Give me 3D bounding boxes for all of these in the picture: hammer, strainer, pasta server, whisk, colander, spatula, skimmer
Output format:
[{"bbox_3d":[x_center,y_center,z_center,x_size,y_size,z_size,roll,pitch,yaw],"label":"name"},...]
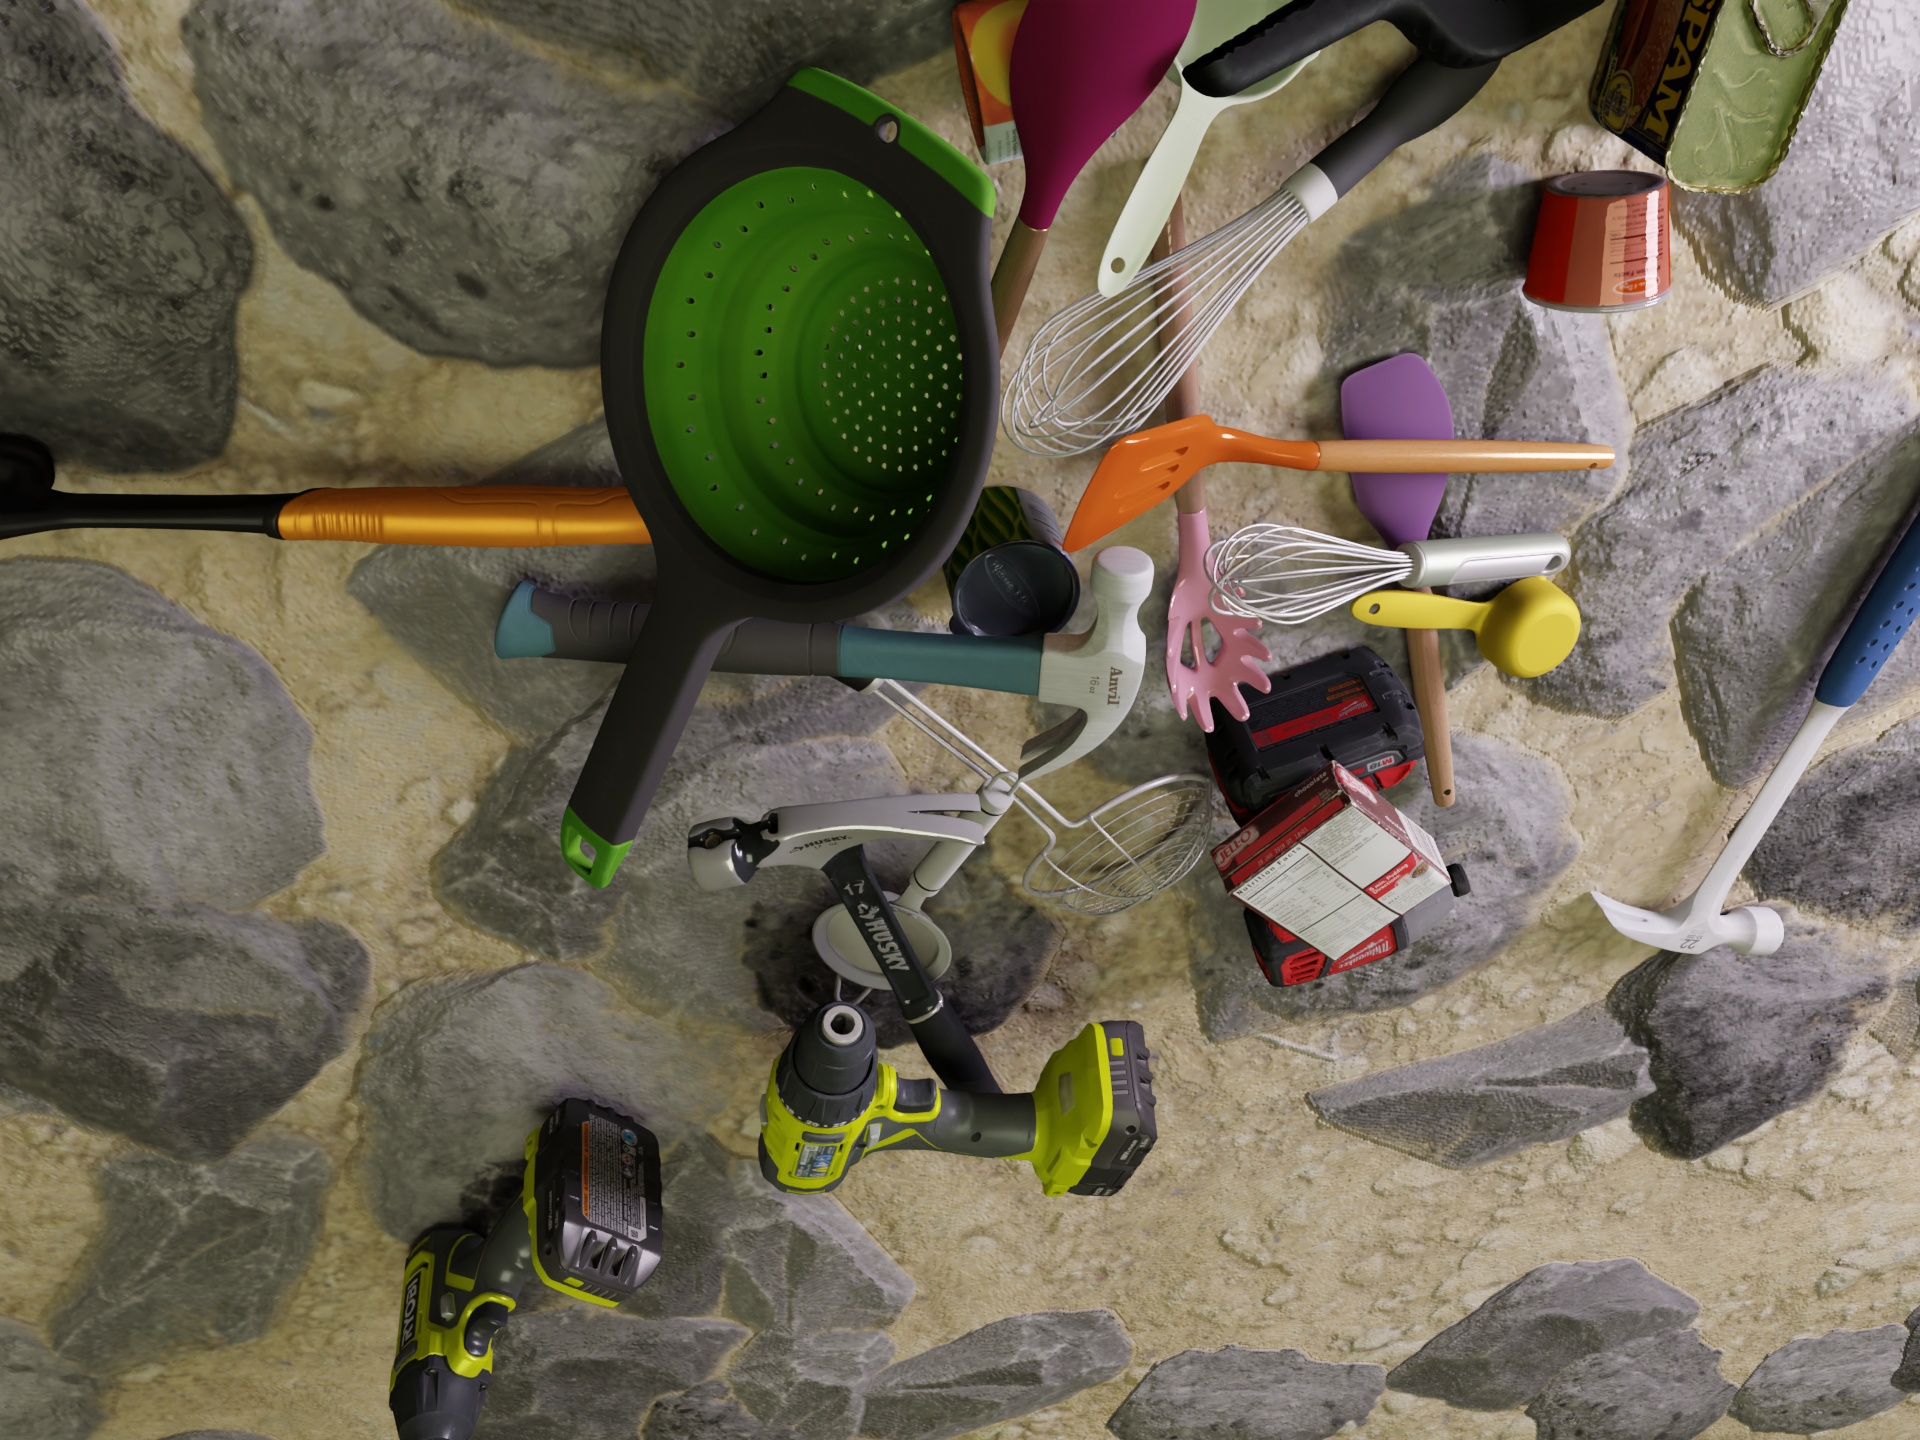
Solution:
[{"bbox_3d":[-0.022,0.161,0.956,0.149,0.036,0.408,-12,143,8],"label":"hammer"},{"bbox_3d":[-0.021,0.095,0.926,0.087,0.050,0.258,23,141,-11],"label":"strainer"},{"bbox_3d":[0.120,-0.130,0.818,0.060,0.040,0.316,-18,128,-8],"label":"pasta server"},{"bbox_3d":[0.132,-0.219,0.724,0.284,0.070,0.070,-40,125,3],"label":"whisk"},{"bbox_3d":[0.232,-0.081,0.842,0.246,0.059,0.057,-7,139,-27],"label":"whisk"},{"bbox_3d":[-0.074,-0.038,0.802,0.331,0.033,0.128,5,126,5],"label":"hammer"},{"bbox_3d":[-0.086,-0.086,0.731,0.094,0.205,0.397,-21,145,-56],"label":"colander"},{"bbox_3d":[0.535,-0.004,0.994,0.144,0.035,0.405,4,126,-14],"label":"hammer"},{"bbox_3d":[0.203,-0.127,0.808,0.322,0.041,0.081,-3,148,-19],"label":"spatula"},{"bbox_3d":[0.262,-0.066,0.905,0.060,0.018,0.315,-21,127,0],"label":"spatula"},{"bbox_3d":[-0.001,-0.003,0.898,0.363,0.090,0.127,38,117,-21],"label":"skimmer"},{"bbox_3d":[-0.278,-0.093,0.732,0.336,0.127,0.034,-2,123,-16],"label":"hammer"}]

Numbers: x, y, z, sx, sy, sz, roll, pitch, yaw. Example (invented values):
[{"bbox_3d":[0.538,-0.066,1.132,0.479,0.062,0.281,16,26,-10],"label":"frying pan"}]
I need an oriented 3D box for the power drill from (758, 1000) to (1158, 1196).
[{"bbox_3d":[-0.004,0.226,0.956,0.228,0.080,0.190,4,143,-11],"label":"power drill"}]

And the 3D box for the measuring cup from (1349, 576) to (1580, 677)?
[{"bbox_3d":[0.286,-0.053,0.894,0.156,0.029,0.062,3,121,-28],"label":"measuring cup"}]

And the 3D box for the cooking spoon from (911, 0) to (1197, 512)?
[{"bbox_3d":[0.025,-0.200,0.702,0.068,0.017,0.318,1,144,-20],"label":"cooking spoon"}]

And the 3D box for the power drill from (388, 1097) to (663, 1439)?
[{"bbox_3d":[-0.292,0.370,1.042,0.080,0.171,0.223,33,112,-30],"label":"power drill"}]

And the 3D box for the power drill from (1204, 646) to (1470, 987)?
[{"bbox_3d":[0.233,0.068,0.970,0.143,0.079,0.219,-19,131,4],"label":"power drill"}]

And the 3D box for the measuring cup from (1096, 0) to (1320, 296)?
[{"bbox_3d":[0.094,-0.265,0.688,0.083,0.038,0.167,17,109,-27],"label":"measuring cup"}]

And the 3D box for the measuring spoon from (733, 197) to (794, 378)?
[{"bbox_3d":[-0.099,-0.205,0.736,0.042,0.021,0.128,-5,137,-15],"label":"measuring spoon"}]
